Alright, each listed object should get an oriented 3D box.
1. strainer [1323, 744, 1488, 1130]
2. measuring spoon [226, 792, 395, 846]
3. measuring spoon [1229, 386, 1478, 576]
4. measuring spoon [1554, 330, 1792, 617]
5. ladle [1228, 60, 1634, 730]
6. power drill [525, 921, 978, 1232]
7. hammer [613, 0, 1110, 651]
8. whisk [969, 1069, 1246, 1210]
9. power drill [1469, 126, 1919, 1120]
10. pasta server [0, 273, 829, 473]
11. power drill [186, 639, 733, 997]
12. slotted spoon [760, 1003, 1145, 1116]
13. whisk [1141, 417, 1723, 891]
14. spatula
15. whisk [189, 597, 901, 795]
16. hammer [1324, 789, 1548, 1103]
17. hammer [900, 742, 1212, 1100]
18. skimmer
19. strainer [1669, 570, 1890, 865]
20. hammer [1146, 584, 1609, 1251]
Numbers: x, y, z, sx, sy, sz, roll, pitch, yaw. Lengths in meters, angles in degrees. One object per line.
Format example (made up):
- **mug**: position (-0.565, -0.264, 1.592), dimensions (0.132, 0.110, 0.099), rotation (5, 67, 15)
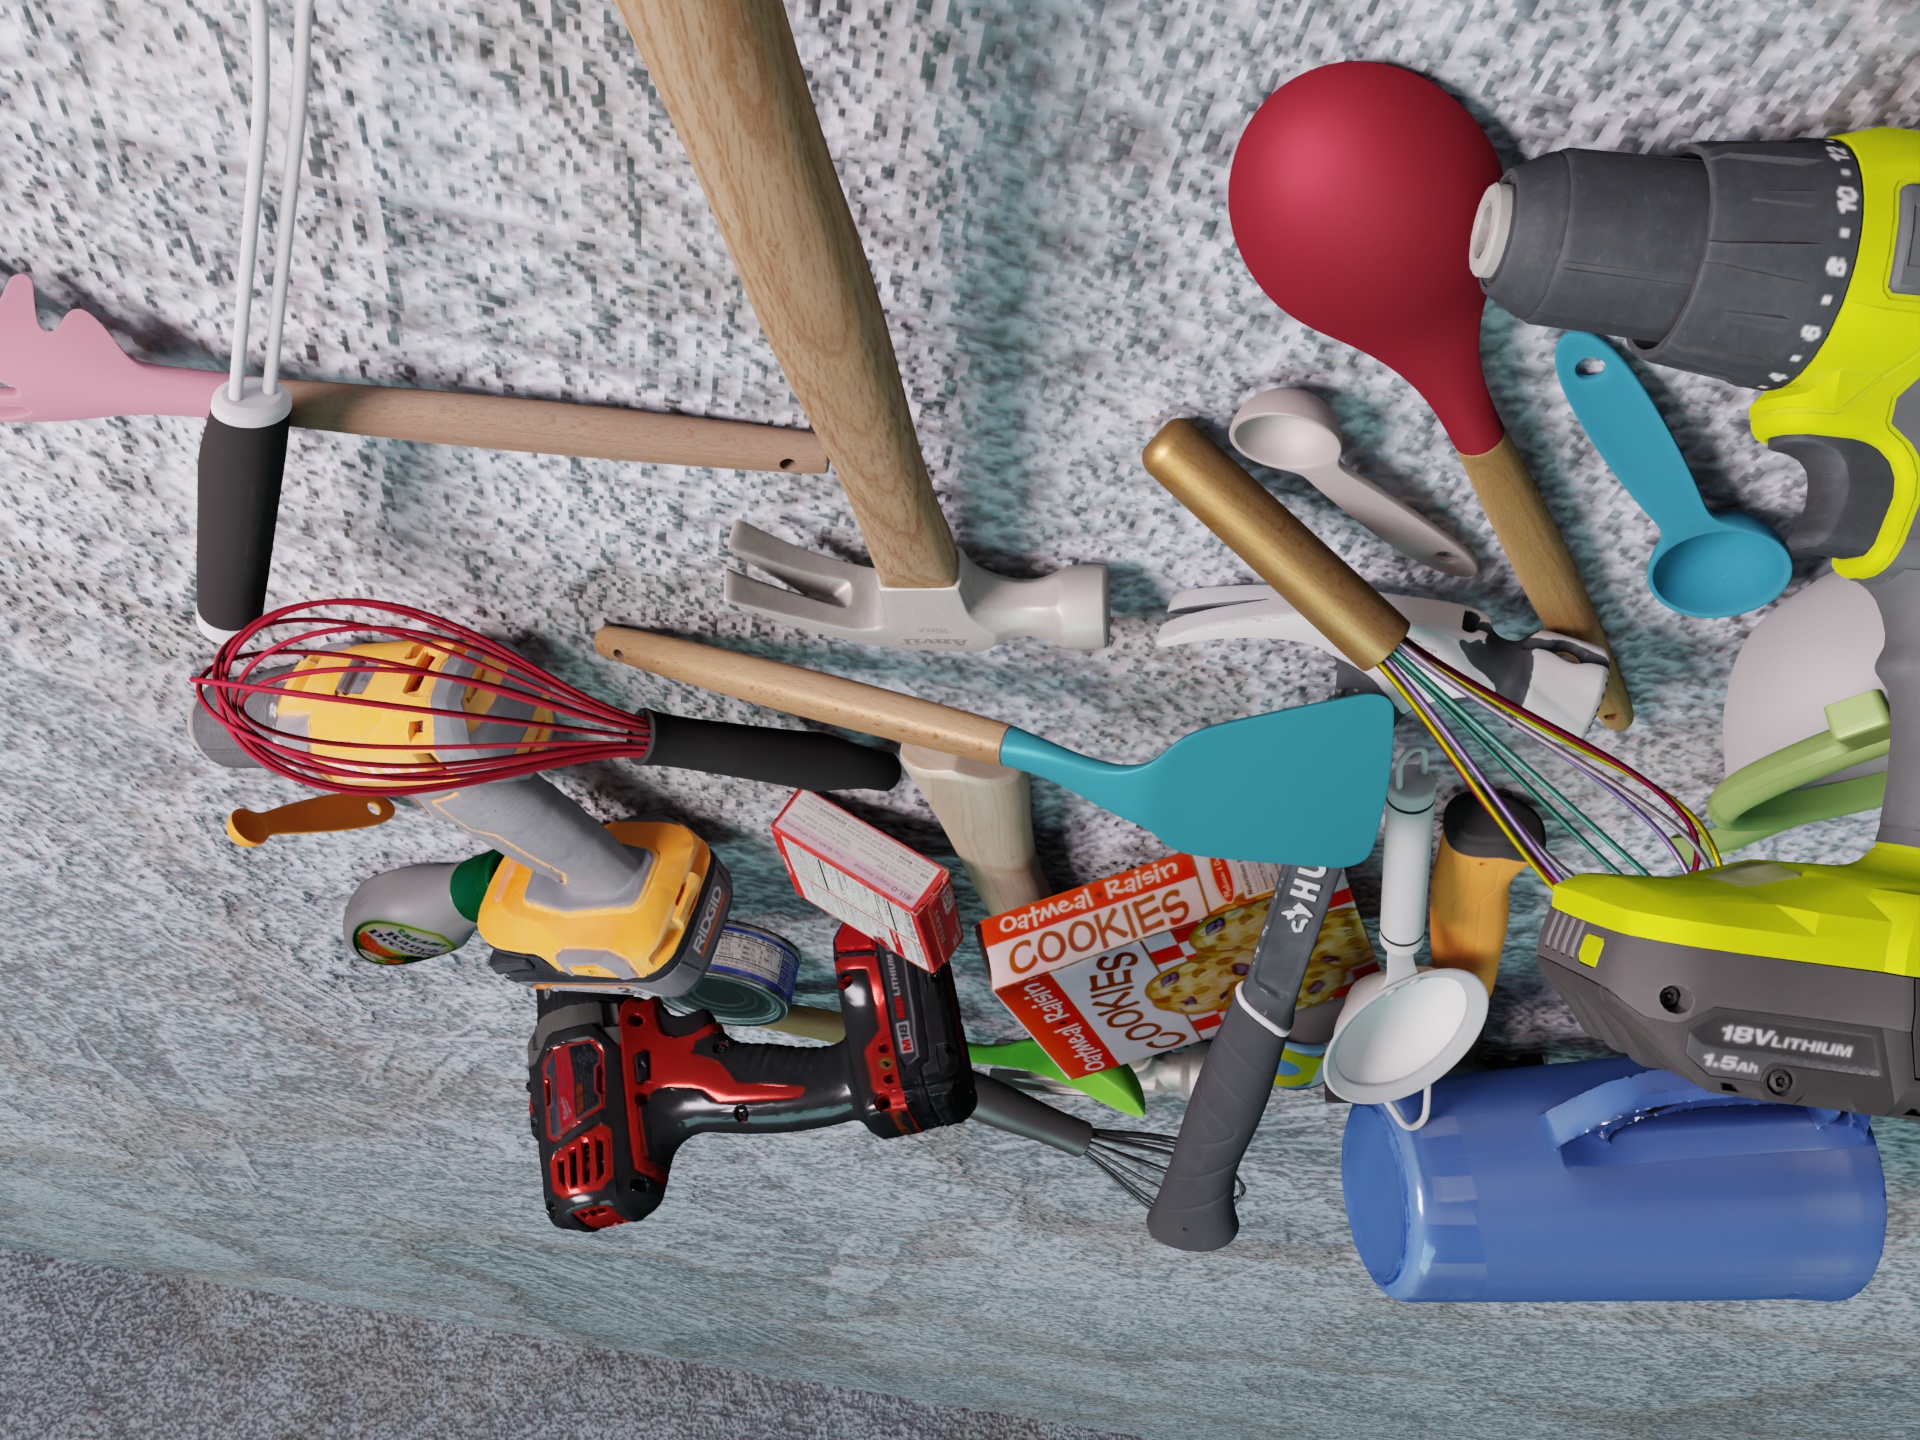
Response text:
- **strainer**: position (0.194, 0.096, 0.700), dimensions (0.087, 0.050, 0.258), rotation (-21, 136, -8)
- **measuring spoon**: position (-0.314, 0.049, 0.773), dimensions (0.011, 0.021, 0.117), rotation (-37, 173, 14)
- **measuring spoon**: position (0.133, -0.077, 0.514), dimensions (0.124, 0.018, 0.034), rotation (25, 161, -38)
- **measuring spoon**: position (0.216, -0.079, 0.489), dimensions (0.042, 0.021, 0.128), rotation (-19, 131, 39)
- **ladle**: position (0.168, -0.074, 0.496), dimensions (0.069, 0.031, 0.315), rotation (-13, 145, 30)
- **power drill**: position (-0.118, 0.152, 0.836), dimensions (0.226, 0.188, 0.080), rotation (-14, 151, 2)
- **hammer**: position (-0.035, -0.096, 0.447), dimensions (0.130, 0.031, 0.331), rotation (-1, 158, 10)
- **whisk**: position (0.074, 0.260, 0.990), dimensions (0.239, 0.055, 0.055), rotation (26, 146, -14)
- **power drill**: position (0.211, -0.028, 0.385), dimensions (0.190, 0.228, 0.080), rotation (7, -179, 2)
- **pasta server**: position (-0.200, -0.110, 0.530), dimensions (0.316, 0.040, 0.060), rotation (5, 149, -2)
- **power drill**: position (-0.232, 0.045, 0.745), dimensions (0.185, 0.084, 0.225), rotation (-2, 144, 27)
- **slotted spoon**: position (-0.031, 0.185, 0.927), dimensions (0.314, 0.031, 0.070), rotation (2, 146, 34)
- **whisk**: position (0.155, -0.012, 0.513), dimensions (0.245, 0.051, 0.047), rotation (42, 107, -4)
- **spatula**: position (-0.001, -0.002, 0.605), dimensions (0.317, 0.044, 0.082), rotation (15, 134, 21)
- **whisk**: position (-0.143, 0.004, 0.624), dimensions (0.295, 0.073, 0.073), rotation (10, 155, -38)
- **hammer**: position (0.246, 0.129, 0.805), dimensions (0.127, 0.034, 0.336), rotation (-1, 148, 13)
- **hammer**: position (0.036, 0.118, 0.839), dimensions (0.146, 0.038, 0.410), rotation (-1, 148, 18)
- **skimmer**: position (-0.181, -0.106, 0.431), dimensions (0.127, 0.090, 0.363), rotation (-14, 156, -34)
- **strainer**: position (0.303, -0.004, 0.550), dimensions (0.151, 0.069, 0.256), rotation (-12, 164, -5)
- **hammer**: position (0.128, 0.109, 0.675), dimensions (0.149, 0.036, 0.408), rotation (17, 133, 10)
